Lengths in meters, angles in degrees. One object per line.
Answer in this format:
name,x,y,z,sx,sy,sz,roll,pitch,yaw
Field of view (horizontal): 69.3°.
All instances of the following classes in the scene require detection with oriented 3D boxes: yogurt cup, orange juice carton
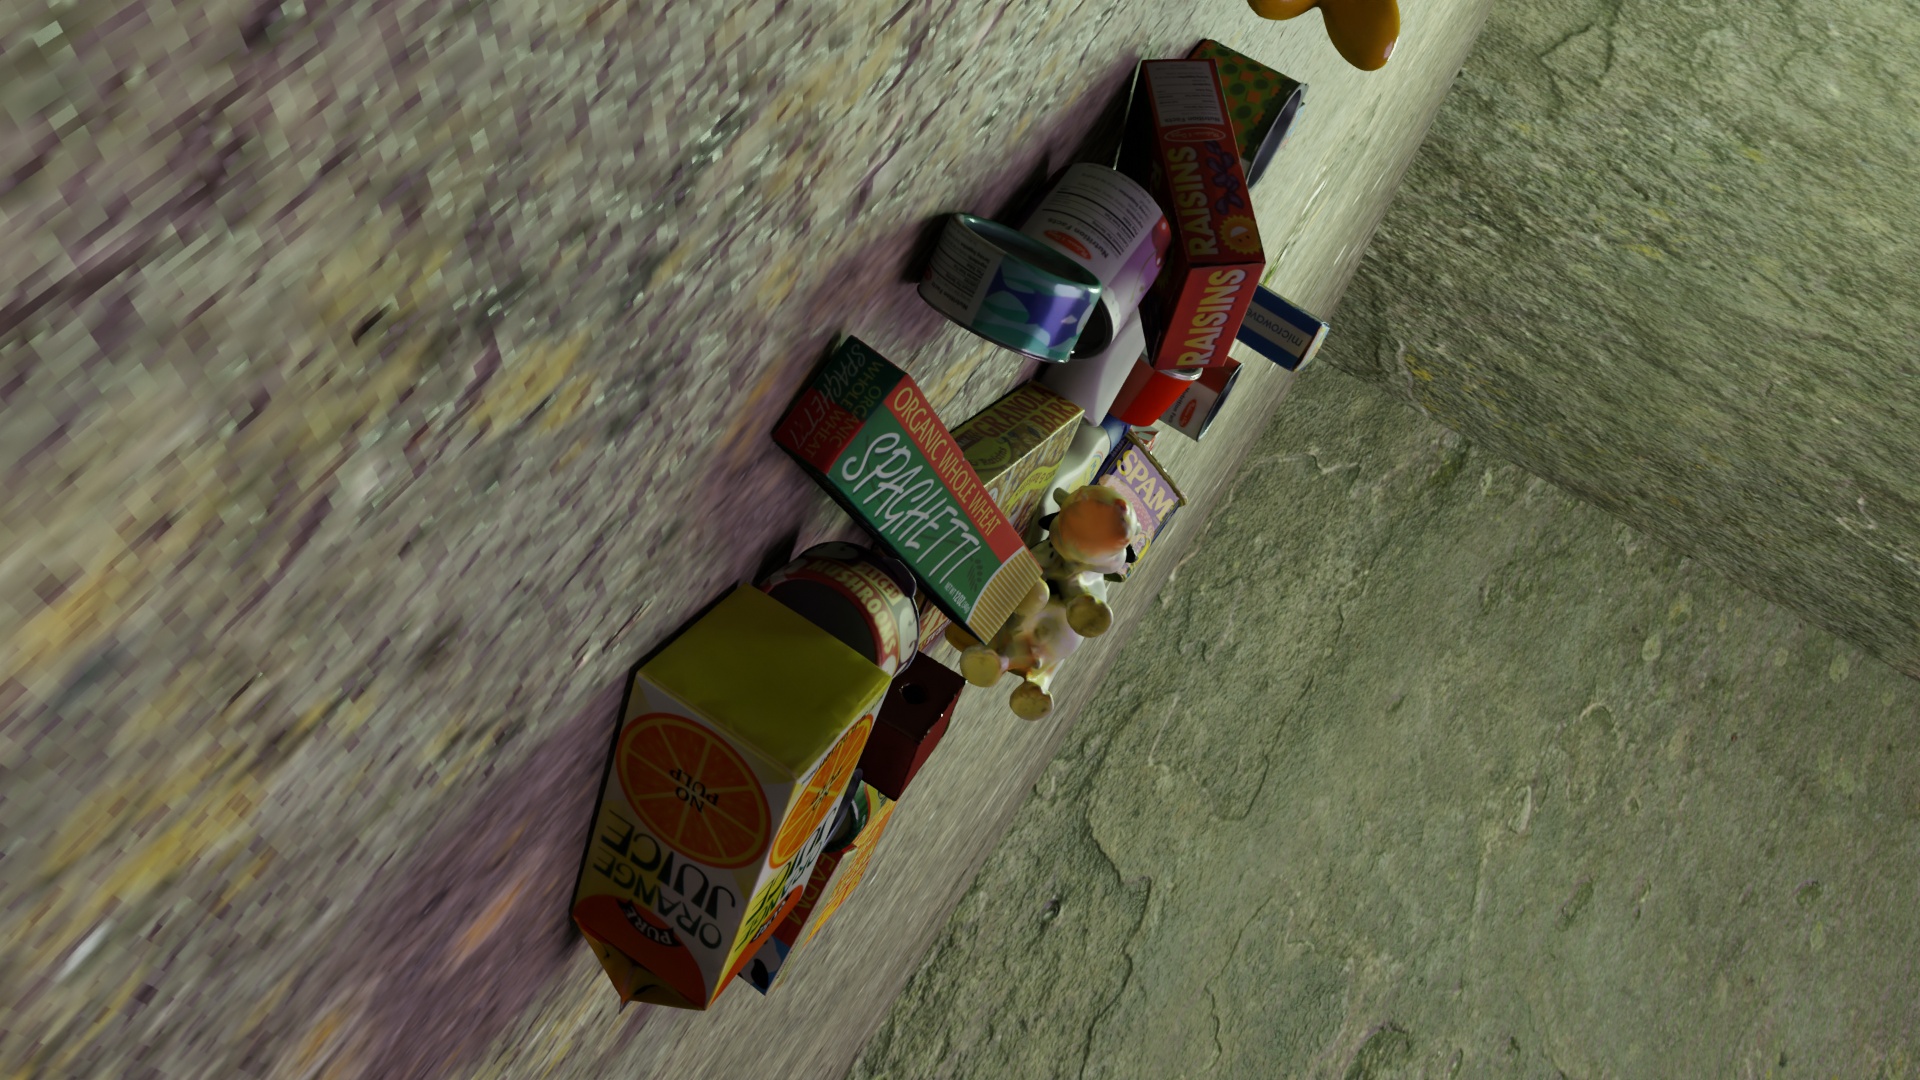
yogurt cup,0.125,-0.115,0.959,0.053,0.072,0.073,-57,172,33
orange juice carton,-0.100,0.119,0.567,0.072,0.073,0.191,-45,163,-52

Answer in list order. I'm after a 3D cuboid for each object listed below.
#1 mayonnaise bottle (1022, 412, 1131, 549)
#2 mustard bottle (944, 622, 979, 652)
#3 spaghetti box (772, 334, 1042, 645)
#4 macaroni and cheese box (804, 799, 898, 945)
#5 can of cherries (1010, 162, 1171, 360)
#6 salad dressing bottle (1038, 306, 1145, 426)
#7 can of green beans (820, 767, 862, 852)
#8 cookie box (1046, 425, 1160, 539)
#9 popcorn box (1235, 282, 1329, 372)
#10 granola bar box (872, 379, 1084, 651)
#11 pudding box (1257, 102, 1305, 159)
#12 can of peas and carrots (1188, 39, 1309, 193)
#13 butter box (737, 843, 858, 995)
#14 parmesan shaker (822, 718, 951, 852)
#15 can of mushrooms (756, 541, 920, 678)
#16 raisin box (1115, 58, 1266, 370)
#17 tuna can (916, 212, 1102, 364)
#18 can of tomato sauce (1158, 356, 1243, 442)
mayonnaise bottle,0.071,-0.051,0.948,0.149,0.041,0.064,-48,162,-42
mustard bottle,0.042,0.033,1.019,0.161,0.049,0.065,-39,159,-59
spaghetti box,-0.013,-0.010,0.601,0.050,0.029,0.249,-53,157,-6
macaroni and cheese box,-0.080,0.188,0.919,0.165,0.040,0.124,-65,168,25
can of cherries,0.051,-0.122,0.615,0.058,0.071,0.071,-55,168,-25
salad dressing bottle,0.100,-0.141,0.833,0.147,0.044,0.064,-60,167,-2
can of green beans,-0.089,0.122,0.663,0.071,0.058,0.071,-55,168,-18
cookie box,0.103,-0.015,1.181,0.123,0.040,0.166,-43,160,-55
popcorn box,0.180,-0.159,0.920,0.038,0.127,0.085,-59,169,17
granola bar box,0.003,-0.010,0.765,0.166,0.039,0.123,-40,158,-59
pudding box,0.170,-0.251,0.830,0.084,0.050,0.030,-44,160,-54
can of peas and carrots,0.147,-0.233,0.757,0.071,0.059,0.070,-56,169,-17
butter box,-0.108,0.212,0.828,0.103,0.053,0.024,-61,166,8
parmesan shaker,-0.059,0.114,0.753,0.103,0.071,0.071,-45,162,-50
can of mushrooms,-0.051,0.035,0.572,0.033,0.071,0.070,-38,156,-57
raisin box,0.107,-0.156,0.667,0.085,0.040,0.124,100,-15,-63
tuna can,0.022,-0.098,0.538,0.032,0.071,0.071,-64,168,20
can of tomato sauce,0.156,-0.122,1.021,0.071,0.083,0.071,-55,168,-17
